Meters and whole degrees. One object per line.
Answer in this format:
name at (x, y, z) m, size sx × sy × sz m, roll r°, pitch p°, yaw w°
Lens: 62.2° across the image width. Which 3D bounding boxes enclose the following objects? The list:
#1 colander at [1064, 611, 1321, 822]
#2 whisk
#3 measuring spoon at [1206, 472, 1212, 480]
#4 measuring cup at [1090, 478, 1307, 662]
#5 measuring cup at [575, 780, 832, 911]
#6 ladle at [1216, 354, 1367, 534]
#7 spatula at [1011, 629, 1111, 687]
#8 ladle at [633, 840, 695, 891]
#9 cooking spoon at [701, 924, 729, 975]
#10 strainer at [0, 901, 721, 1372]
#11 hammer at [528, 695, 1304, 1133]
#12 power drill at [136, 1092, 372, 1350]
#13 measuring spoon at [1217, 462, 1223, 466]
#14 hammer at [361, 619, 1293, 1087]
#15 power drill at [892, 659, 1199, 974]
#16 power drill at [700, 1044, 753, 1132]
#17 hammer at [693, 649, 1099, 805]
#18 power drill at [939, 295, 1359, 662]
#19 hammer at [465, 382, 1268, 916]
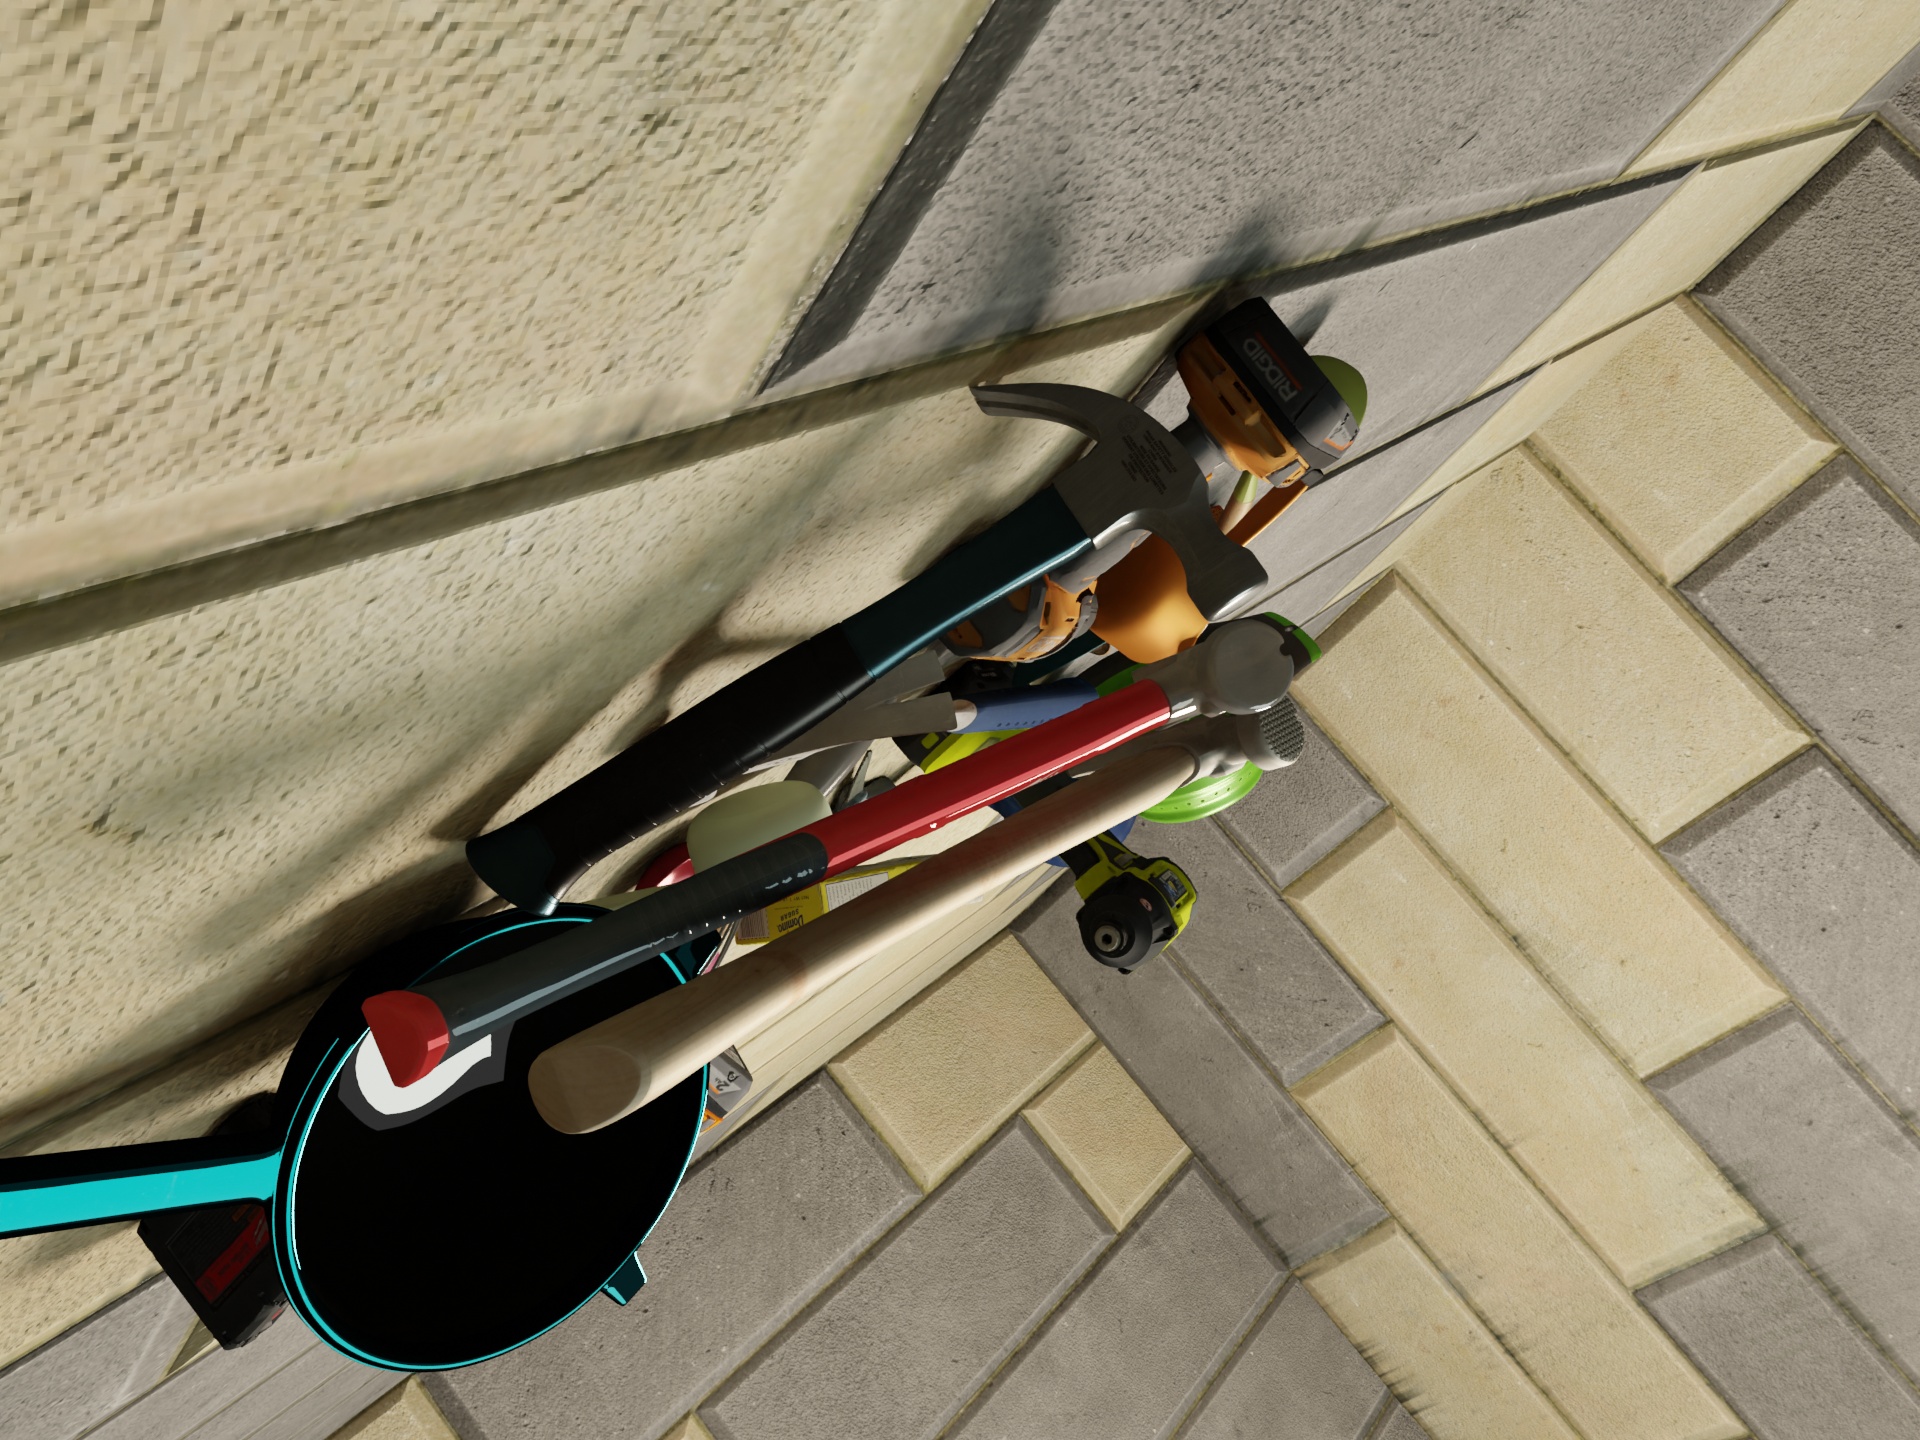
colander at (0.095, 0.047, 1.225) m, size 0.397 × 0.094 × 0.205 m, roll -24°, pitch -157°, yaw -1°
whisk at (-0.111, 0.067, 0.867) m, size 0.239 × 0.055 × 0.055 m, roll -52°, pitch 173°, yaw -15°
measuring spoon at (0.133, -0.131, 1.025) m, size 0.021 × 0.011 × 0.117 m, roll -32°, pitch 177°, yaw -27°
measuring cup at (0.139, -0.110, 0.950) m, size 0.052 × 0.095 × 0.173 m, roll 28°, pitch 123°, yaw -33°
measuring cup at (-0.144, 0.068, 0.801) m, size 0.167 × 0.038 × 0.083 m, roll -14°, pitch -167°, yaw -3°
ladle at (0.197, -0.137, 1.074) m, size 0.320 × 0.062 × 0.078 m, roll 102°, pitch -1°, yaw -67°
spatula at (0.092, -0.054, 1.173) m, size 0.082 × 0.044 × 0.317 m, roll -29°, pitch 174°, yaw 10°
ladle at (-0.207, 0.194, 0.943) m, size 0.069 × 0.031 × 0.315 m, roll -11°, pitch 131°, yaw -56°
cooking spoon at (-0.154, 0.123, 1.058) m, size 0.068 × 0.017 × 0.318 m, roll 9°, pitch 136°, yaw -32°
strainer at (-0.265, 0.166, 0.666) m, size 0.340 × 0.095 × 0.211 m, roll 7°, pitch 98°, yaw -48°
hammer at (-0.012, 0.073, 0.697) m, size 0.410 × 0.038 × 0.146 m, roll -23°, pitch -178°, yaw -44°
power drill at (-0.284, 0.206, 0.830) m, size 0.188 × 0.080 × 0.226 m, roll -45°, pitch 172°, yaw 24°
measuring spoon at (0.119, -0.146, 0.968) m, size 0.124 × 0.018 × 0.034 m, roll -28°, pitch 179°, yaw -27°
hammer at (-0.053, 0.051, 0.666) m, size 0.386 × 0.038 × 0.143 m, roll -23°, pitch 180°, yaw -14°
power drill at (0.062, 0.066, 1.059) m, size 0.080 × 0.223 × 0.171 m, roll -43°, pitch 170°, yaw 15°
power drill at (-0.265, 0.260, 1.022) m, size 0.226 × 0.084 × 0.164 m, roll -41°, pitch 132°, yaw -3°
hammer at (-0.001, -0.003, 0.853) m, size 0.144 × 0.035 × 0.405 m, roll -17°, pitch 176°, yaw 23°
power drill at (0.098, -0.111, 0.846) m, size 0.226 × 0.084 × 0.185 m, roll -38°, pitch 171°, yaw 16°
hammer at (-0.052, -0.019, 0.636) m, size 0.331 × 0.128 × 0.033 m, roll -32°, pitch 170°, yaw 5°
